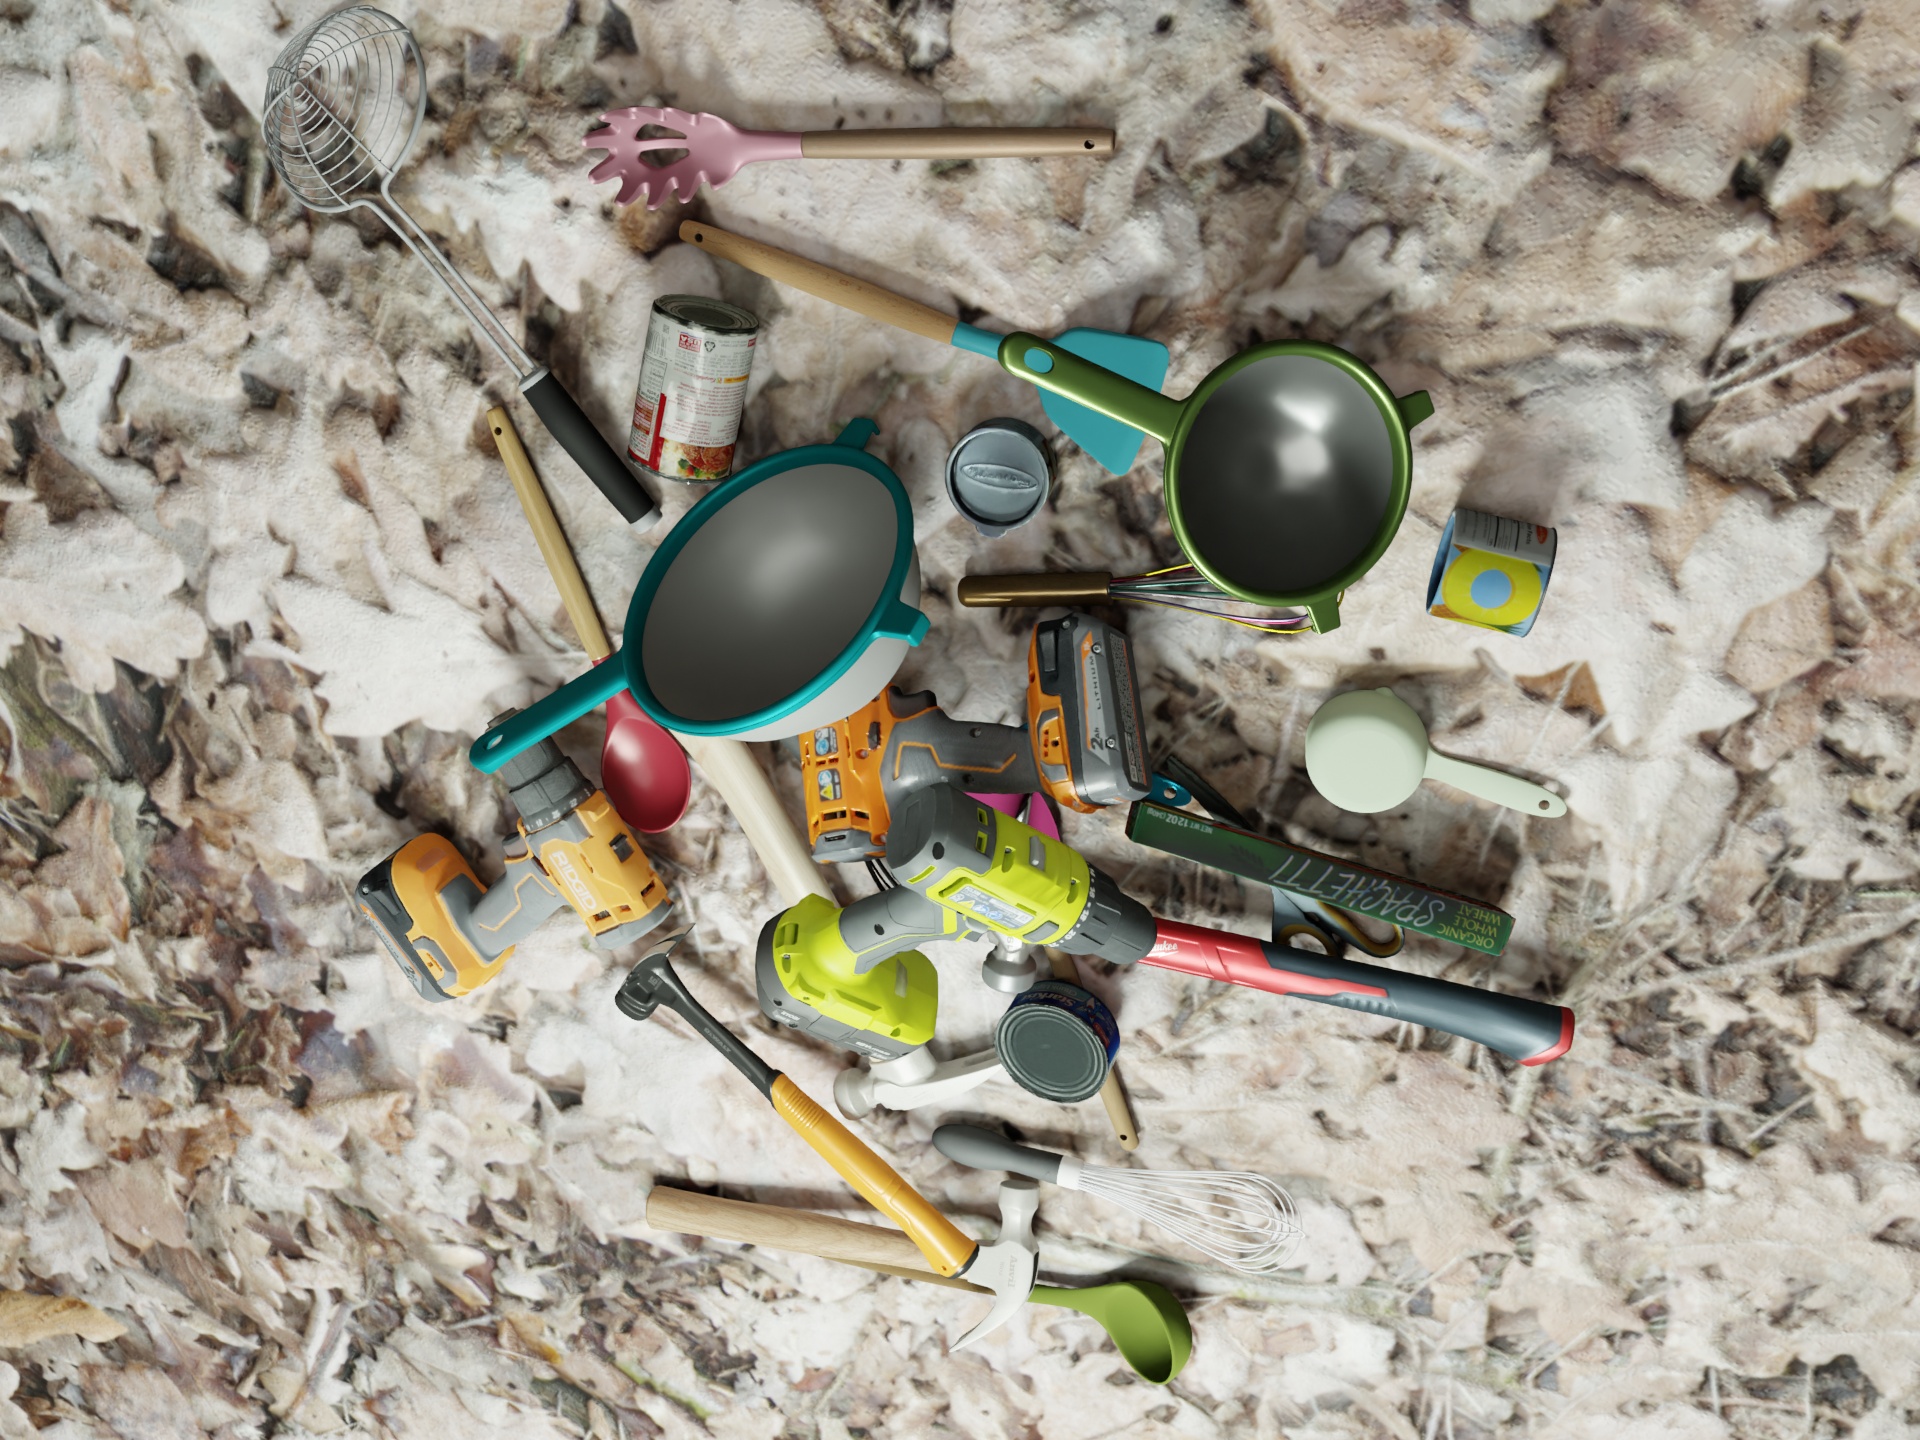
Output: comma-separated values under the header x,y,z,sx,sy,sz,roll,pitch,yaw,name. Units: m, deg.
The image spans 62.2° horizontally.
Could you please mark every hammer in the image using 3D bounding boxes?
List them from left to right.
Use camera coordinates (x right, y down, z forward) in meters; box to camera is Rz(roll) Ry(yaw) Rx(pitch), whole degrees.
x,y,z,sx,sy,sz,roll,pitch,yaw,name
-0.110,0.107,1.133,0.146,0.038,0.410,-21,109,21,hammer
-0.114,0.290,1.185,0.337,0.034,0.127,43,139,1,hammer
-0.099,0.412,1.261,0.331,0.031,0.130,2,86,19,hammer
0.209,0.151,1.056,0.386,0.038,0.143,11,113,10,hammer

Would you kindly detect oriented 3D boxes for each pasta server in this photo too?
x,y,z,sx,sy,sz,roll,pitch,yaw,name
-0.068,-0.337,0.936,0.316,0.040,0.060,4,126,12,pasta server

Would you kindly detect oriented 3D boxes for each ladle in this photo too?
x,y,z,sx,sy,sz,roll,pitch,yaw,name
-0.264,-0.068,1.113,0.069,0.031,0.315,-16,106,14,ladle
0.024,0.452,1.250,0.320,0.062,0.078,7,112,15,ladle

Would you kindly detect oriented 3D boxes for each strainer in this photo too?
x,y,z,sx,sy,sz,roll,pitch,yaw,name
-0.156,-0.034,1.018,0.340,0.211,0.095,-29,139,16,strainer
0.133,-0.162,0.912,0.256,0.069,0.151,21,96,-14,strainer

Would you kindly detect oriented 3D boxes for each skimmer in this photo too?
x,y,z,sx,sy,sz,roll,pitch,yaw,name
-0.307,-0.281,1.030,0.127,0.090,0.363,-29,113,21,skimmer

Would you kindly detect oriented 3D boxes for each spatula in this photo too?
x,y,z,sx,sy,sz,roll,pitch,yaw,name
-0.029,-0.244,0.963,0.317,0.044,0.082,22,117,6,spatula

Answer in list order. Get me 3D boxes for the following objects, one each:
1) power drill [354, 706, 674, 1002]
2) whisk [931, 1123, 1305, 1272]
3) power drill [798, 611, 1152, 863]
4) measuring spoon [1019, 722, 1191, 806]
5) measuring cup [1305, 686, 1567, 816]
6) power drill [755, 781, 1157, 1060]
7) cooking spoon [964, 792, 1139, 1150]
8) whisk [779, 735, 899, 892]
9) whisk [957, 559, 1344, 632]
x,y,z,sx,sy,sz,roll,pitch,yaw,name
-0.340,0.101,1.167,0.226,0.084,0.185,-23,105,29,power drill
0.113,0.343,1.178,0.284,0.070,0.070,11,116,15,whisk
-0.002,-0.003,1.028,0.226,0.084,0.164,-11,79,20,power drill
0.094,0.032,1.070,0.128,0.021,0.042,18,103,-3,measuring spoon
0.299,0.036,1.000,0.167,0.038,0.083,18,117,9,measuring cup
-0.006,0.138,1.021,0.190,0.080,0.228,29,135,-29,power drill
0.073,0.174,1.134,0.069,0.017,0.318,-14,108,22,cooking spoon
-0.081,0.044,1.104,0.055,0.055,0.239,-37,95,26,whisk
0.116,-0.079,0.998,0.245,0.051,0.047,0,119,18,whisk
